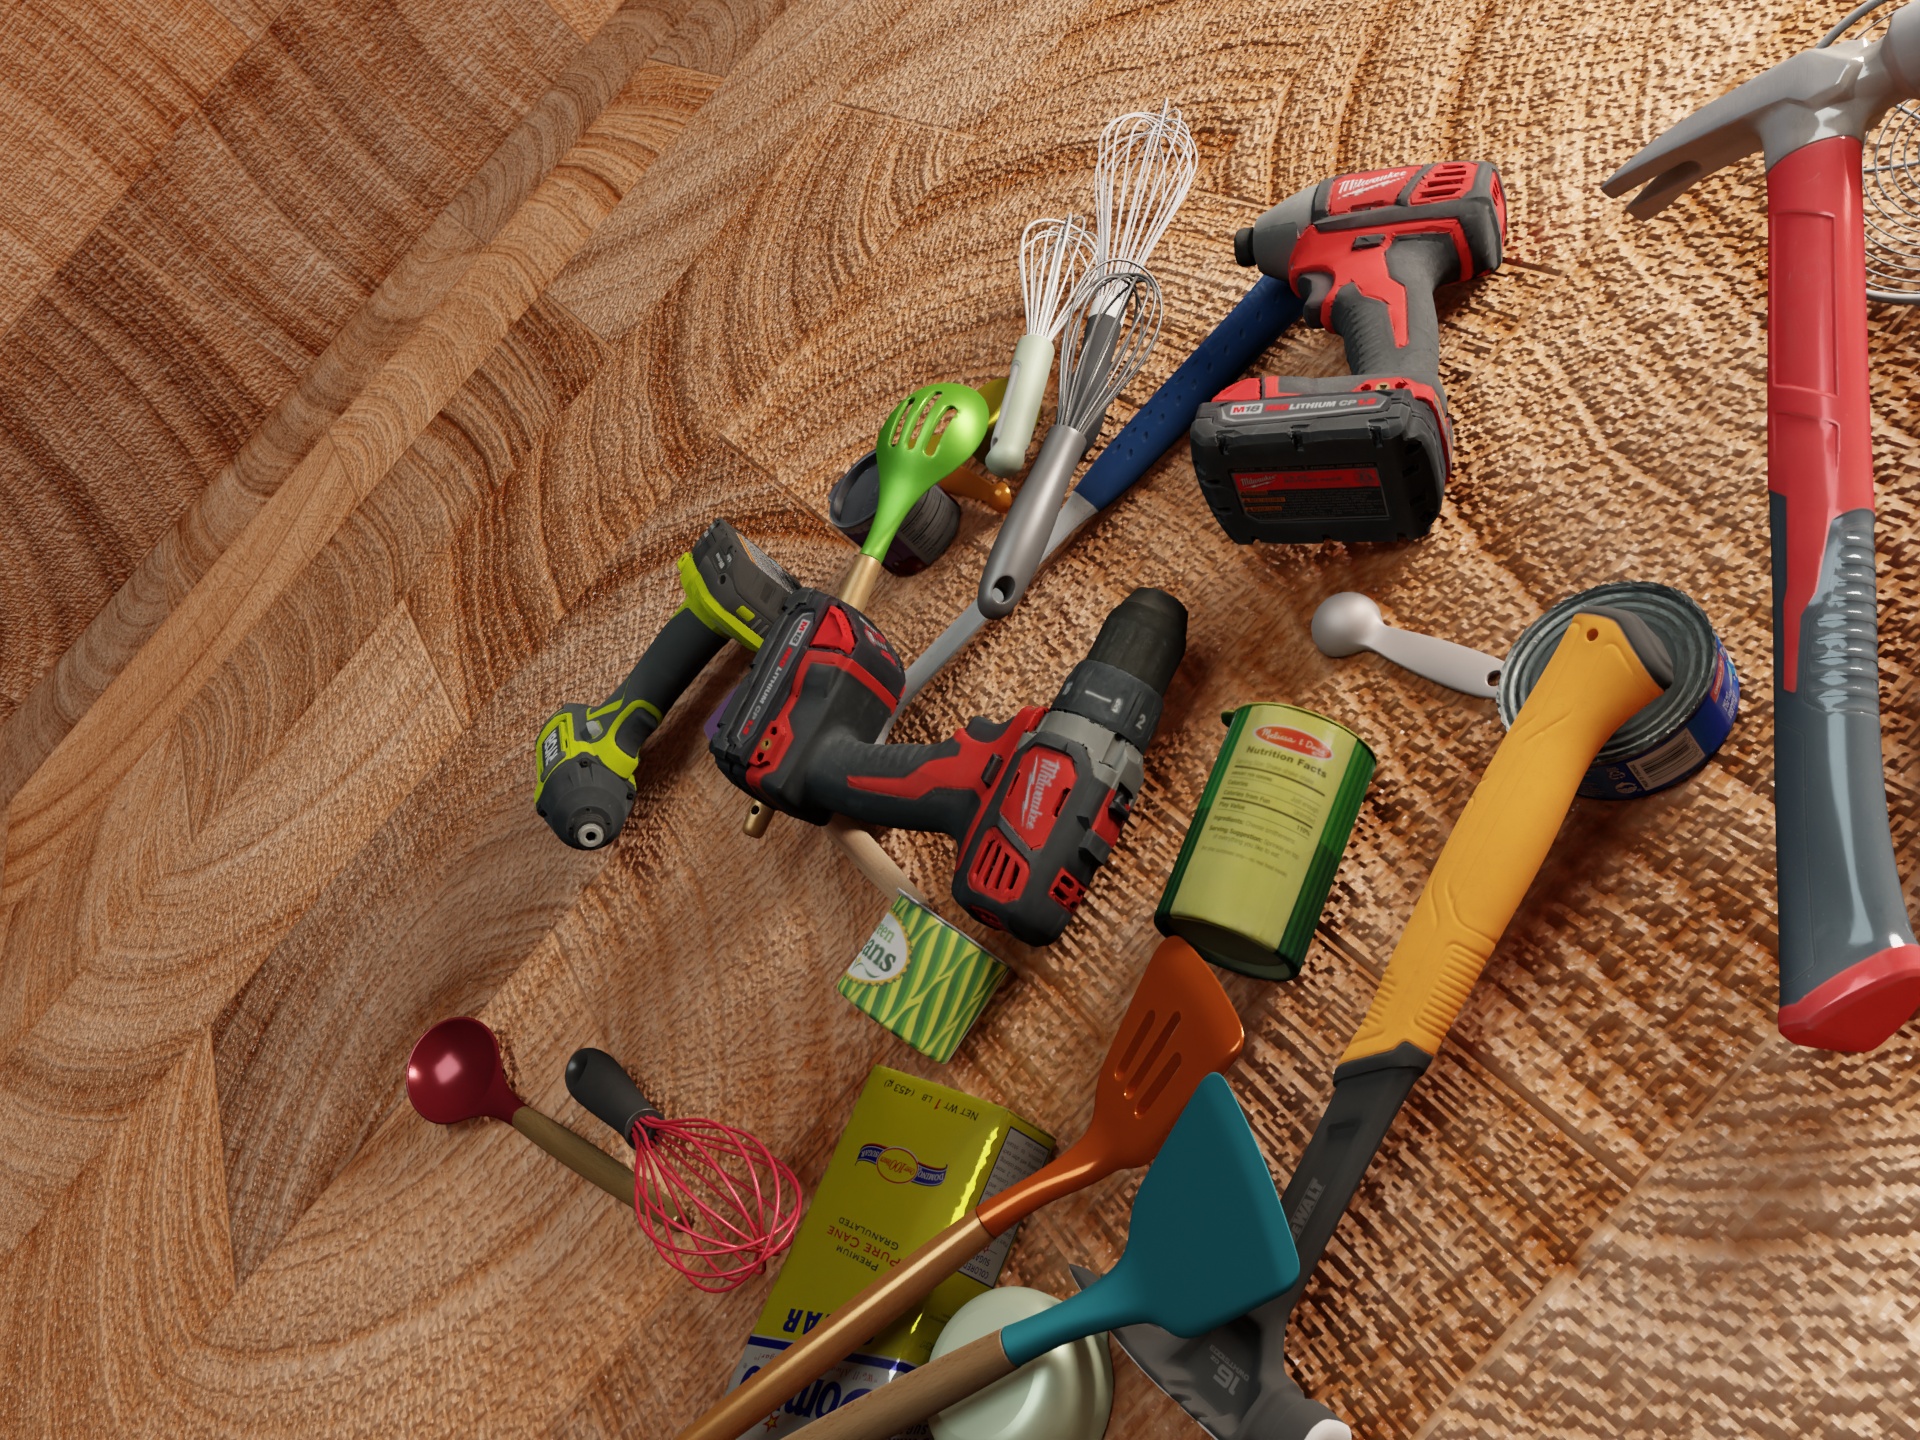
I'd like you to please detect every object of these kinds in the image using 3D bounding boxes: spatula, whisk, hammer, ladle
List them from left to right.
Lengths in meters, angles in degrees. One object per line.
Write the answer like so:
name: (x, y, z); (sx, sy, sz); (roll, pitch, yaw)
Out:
ladle: (-0.249, 0.243, 0.947); (0.316, 0.031, 0.069); (10, 69, 48)
whisk: (-0.160, 0.222, 0.837); (0.073, 0.073, 0.296); (-58, 28, -11)
spatula: (-0.091, 0.042, 0.966); (0.060, 0.018, 0.316); (-49, 35, -1)
spatula: (-0.014, 0.214, 0.647); (0.322, 0.041, 0.081); (-39, 27, 5)
spatula: (-0.007, 0.248, 0.611); (0.317, 0.044, 0.082); (-35, 46, 17)
whisk: (0.050, -0.247, 1.033); (0.057, 0.059, 0.247); (124, 165, -53)
whisk: (0.059, -0.163, 0.909); (0.055, 0.055, 0.239); (4, 65, 48)
hammer: (0.063, -0.124, 0.937); (0.405, 0.035, 0.144); (-46, 37, 5)
whisk: (0.102, -0.287, 1.031); (0.070, 0.070, 0.285); (-7, 59, 43)
hammer: (0.164, 0.106, 0.598); (0.127, 0.034, 0.337); (27, 86, 52)
hammer: (0.299, -0.074, 0.582); (0.143, 0.038, 0.386); (-20, 55, 55)

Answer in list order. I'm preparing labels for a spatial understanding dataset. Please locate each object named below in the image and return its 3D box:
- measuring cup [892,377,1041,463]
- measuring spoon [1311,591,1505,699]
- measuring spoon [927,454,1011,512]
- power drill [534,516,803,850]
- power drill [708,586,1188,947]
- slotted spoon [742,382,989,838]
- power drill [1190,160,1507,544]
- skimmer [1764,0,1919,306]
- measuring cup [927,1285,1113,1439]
measuring cup: (-0.013, -0.198, 1.085); (0.156, 0.029, 0.062); (-4, 56, 43)
measuring spoon: (0.205, -0.035, 0.726); (0.034, 0.018, 0.124); (-53, 37, -5)
measuring spoon: (-0.002, -0.156, 1.044); (0.117, 0.011, 0.021); (32, 128, 52)
power drill: (-0.199, -0.018, 1.071); (0.223, 0.080, 0.171); (-48, 26, 6)
power drill: (-0.001, -0.003, 0.830); (0.227, 0.080, 0.188); (20, 76, 35)
slotted spoon: (-0.063, -0.074, 0.961); (0.070, 0.031, 0.314); (16, 77, 27)
power drill: (0.194, -0.197, 0.815); (0.143, 0.078, 0.220); (2, 56, 28)
skimmer: (0.360, -0.122, 0.581); (0.127, 0.090, 0.363); (-11, 51, 42)
measuring cup: (0.037, 0.285, 0.600); (0.083, 0.038, 0.168); (-47, 34, 4)
